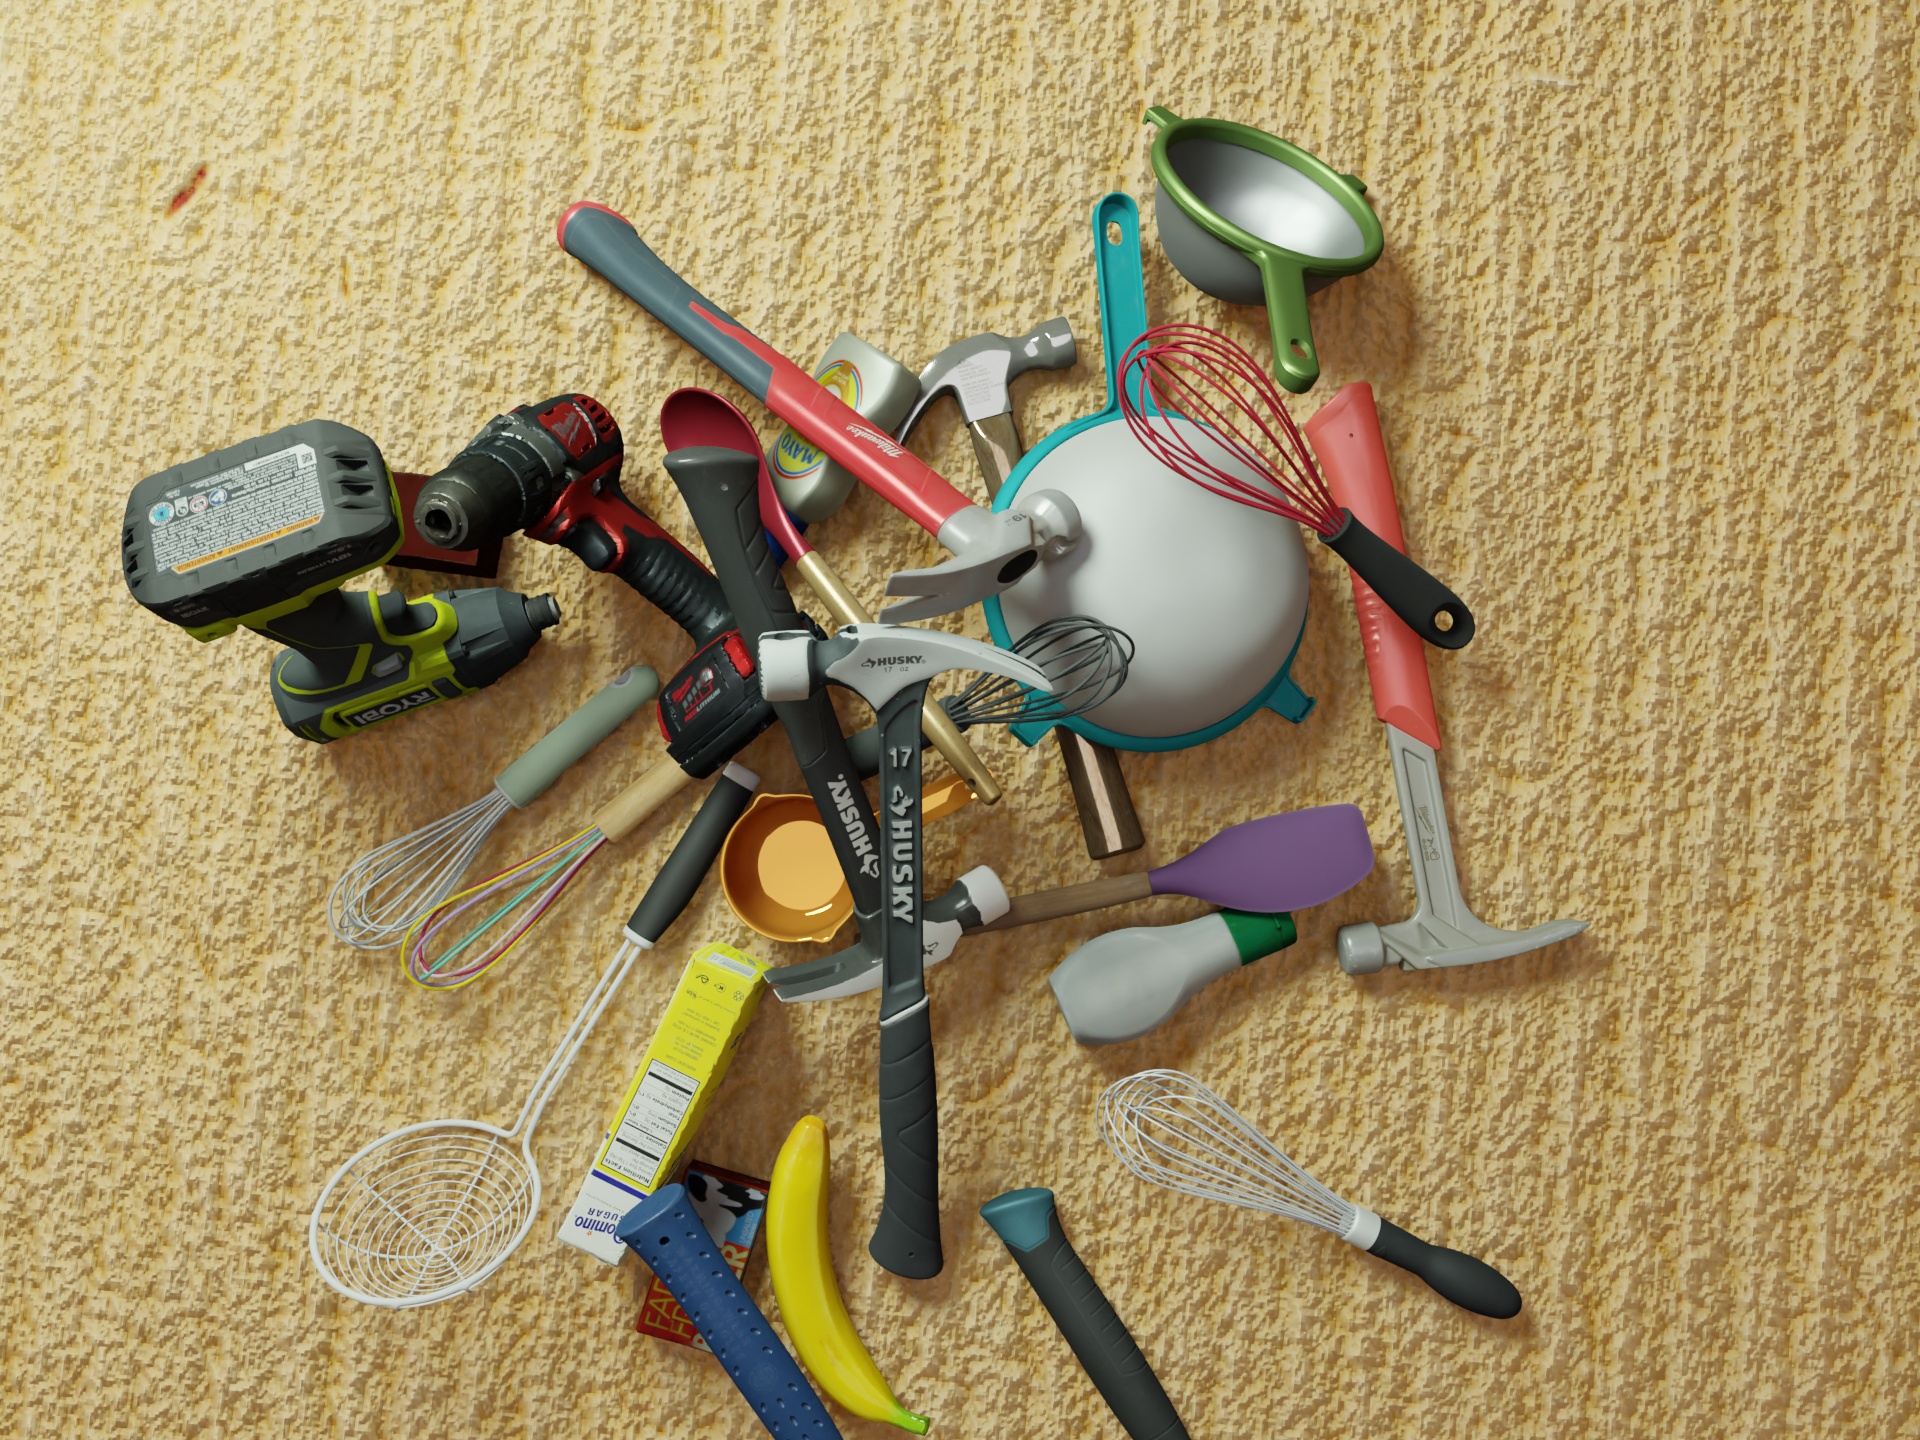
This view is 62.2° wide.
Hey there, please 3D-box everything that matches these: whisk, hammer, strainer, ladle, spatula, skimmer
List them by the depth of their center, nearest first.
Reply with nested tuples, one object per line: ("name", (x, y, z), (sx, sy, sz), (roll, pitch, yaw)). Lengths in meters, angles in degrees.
("hammer", (-0.085, 0.006, 0.858), (0.146, 0.035, 0.334), (-28, 118, -15))
("hammer", (-0.027, 0.141, 0.879), (0.149, 0.036, 0.408), (-4, 113, -7))
("whisk", (0.195, -0.119, 0.879), (0.295, 0.073, 0.073), (34, 86, -29))
("hammer", (-0.061, 0.431, 0.900), (0.144, 0.035, 0.405), (-32, 101, -4))
("hammer", (-0.116, -0.189, 0.904), (0.387, 0.038, 0.143), (40, 44, 23))
("ladle", (-0.074, -0.075, 0.915), (0.031, 0.069, 0.316), (-22, 67, -42))
("whisk", (-0.001, -0.003, 0.915), (0.239, 0.055, 0.055), (-24, 86, 36))
("strainer", (0.173, -0.255, 0.928), (0.151, 0.069, 0.257), (14, 47, -13))
("strainer", (0.117, -0.152, 0.929), (0.211, 0.095, 0.340), (-5, 88, -14))
("skimmer", (-0.238, 0.173, 0.933), (0.127, 0.090, 0.363), (28, 83, 33))
("hammer", (0.118, 0.421, 0.946), (0.128, 0.033, 0.331), (-33, 87, -3))
("whisk", (0.209, 0.288, 0.947), (0.284, 0.070, 0.070), (28, 87, -3))
("spatula", (0.090, 0.106, 0.957), (0.316, 0.018, 0.060), (-12, 69, 6))
("whisk", (-0.236, 0.078, 0.963), (0.245, 0.051, 0.047), (-39, 86, -6))
("whisk", (-0.280, 0.051, 0.967), (0.246, 0.058, 0.059), (-41, 122, -5))
("hammer", (0.278, -0.030, 0.974), (0.149, 0.036, 0.359), (-9, 87, -1))
("hammer", (0.048, -0.076, 0.979), (0.130, 0.031, 0.331), (-16, 87, -1))

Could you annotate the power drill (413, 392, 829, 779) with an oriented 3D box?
("power drill", (-0.190, -0.077, 0.889), (0.080, 0.188, 0.226), (-38, 101, 22))

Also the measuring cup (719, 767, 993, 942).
("measuring cup", (-0.060, 0.070, 0.960), (0.173, 0.052, 0.095), (-25, 87, -4))

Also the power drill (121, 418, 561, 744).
("power drill", (-0.334, -0.069, 0.883), (0.171, 0.223, 0.080), (-20, 69, 0))
